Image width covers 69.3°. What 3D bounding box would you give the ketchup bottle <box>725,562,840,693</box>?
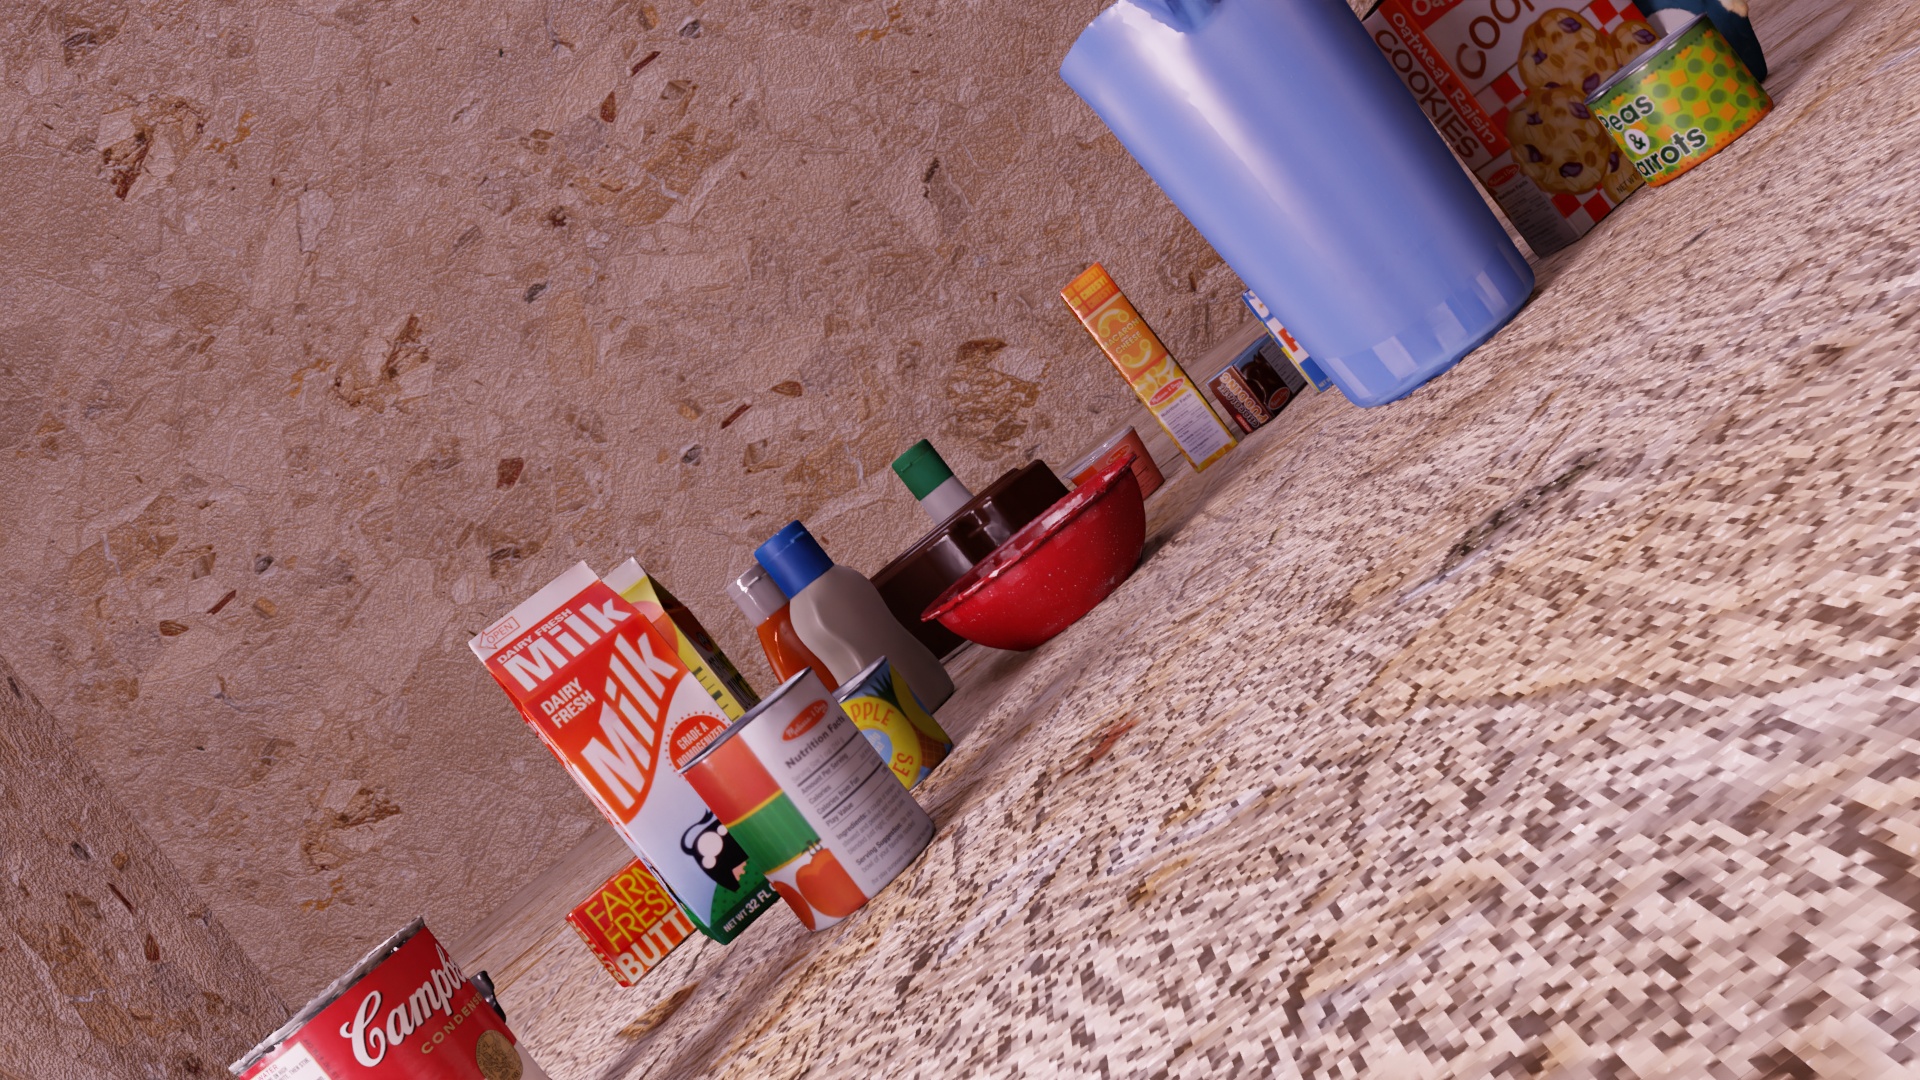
[{"bbox_3d":[-0.116,0.083,1.039,0.065,0.149,0.043,-39,2,-15],"label":"ketchup bottle"}]

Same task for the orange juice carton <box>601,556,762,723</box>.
[{"bbox_3d":[-0.169,0.105,0.852,0.072,0.192,0.073,-38,2,-2],"label":"orange juice carton"}]

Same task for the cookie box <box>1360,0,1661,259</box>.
[{"bbox_3d":[0.318,-0.259,0.763,0.123,0.167,0.040,-39,2,-15],"label":"cookie box"}]

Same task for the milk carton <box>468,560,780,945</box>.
[{"bbox_3d":[-0.156,0.103,0.692,0.072,0.190,0.073,-39,2,-21],"label":"milk carton"}]

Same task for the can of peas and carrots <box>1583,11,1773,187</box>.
[{"bbox_3d":[0.359,-0.219,0.698,0.071,0.058,0.071,-38,2,2],"label":"can of peas and carrots"}]

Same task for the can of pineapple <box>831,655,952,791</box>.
[{"bbox_3d":[-0.046,0.101,0.701,0.071,0.058,0.071,-38,2,2],"label":"can of pineapple"}]

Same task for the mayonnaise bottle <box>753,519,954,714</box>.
[{"bbox_3d":[-0.070,0.055,0.873,0.065,0.148,0.041,-40,2,-42],"label":"mayonnaise bottle"}]

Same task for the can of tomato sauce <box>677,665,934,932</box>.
[{"bbox_3d":[-0.061,0.103,0.556,0.071,0.083,0.071,-38,2,2],"label":"can of tomato sauce"}]

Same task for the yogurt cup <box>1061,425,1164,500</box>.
[{"bbox_3d":[0.128,-0.053,1.127,0.072,0.054,0.072,-38,2,2],"label":"yogurt cup"}]

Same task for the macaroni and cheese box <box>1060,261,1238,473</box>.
[{"bbox_3d":[0.142,-0.132,1.055,0.040,0.166,0.124,-38,2,11],"label":"macaroni and cheese box"}]

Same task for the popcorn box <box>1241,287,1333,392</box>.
[{"bbox_3d":[0.262,-0.169,0.921,0.126,0.085,0.038,-38,2,12],"label":"popcorn box"}]

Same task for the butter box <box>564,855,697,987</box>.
[{"bbox_3d":[-0.160,0.191,0.764,0.104,0.053,0.024,-39,2,-29],"label":"butter box"}]

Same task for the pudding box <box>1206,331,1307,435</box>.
[{"bbox_3d":[0.220,-0.118,1.016,0.030,0.049,0.084,-37,2,44],"label":"pudding box"}]

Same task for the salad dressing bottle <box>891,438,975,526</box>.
[{"bbox_3d":[0.004,-0.014,1.110,0.064,0.147,0.044,-37,2,30],"label":"salad dressing bottle"}]
